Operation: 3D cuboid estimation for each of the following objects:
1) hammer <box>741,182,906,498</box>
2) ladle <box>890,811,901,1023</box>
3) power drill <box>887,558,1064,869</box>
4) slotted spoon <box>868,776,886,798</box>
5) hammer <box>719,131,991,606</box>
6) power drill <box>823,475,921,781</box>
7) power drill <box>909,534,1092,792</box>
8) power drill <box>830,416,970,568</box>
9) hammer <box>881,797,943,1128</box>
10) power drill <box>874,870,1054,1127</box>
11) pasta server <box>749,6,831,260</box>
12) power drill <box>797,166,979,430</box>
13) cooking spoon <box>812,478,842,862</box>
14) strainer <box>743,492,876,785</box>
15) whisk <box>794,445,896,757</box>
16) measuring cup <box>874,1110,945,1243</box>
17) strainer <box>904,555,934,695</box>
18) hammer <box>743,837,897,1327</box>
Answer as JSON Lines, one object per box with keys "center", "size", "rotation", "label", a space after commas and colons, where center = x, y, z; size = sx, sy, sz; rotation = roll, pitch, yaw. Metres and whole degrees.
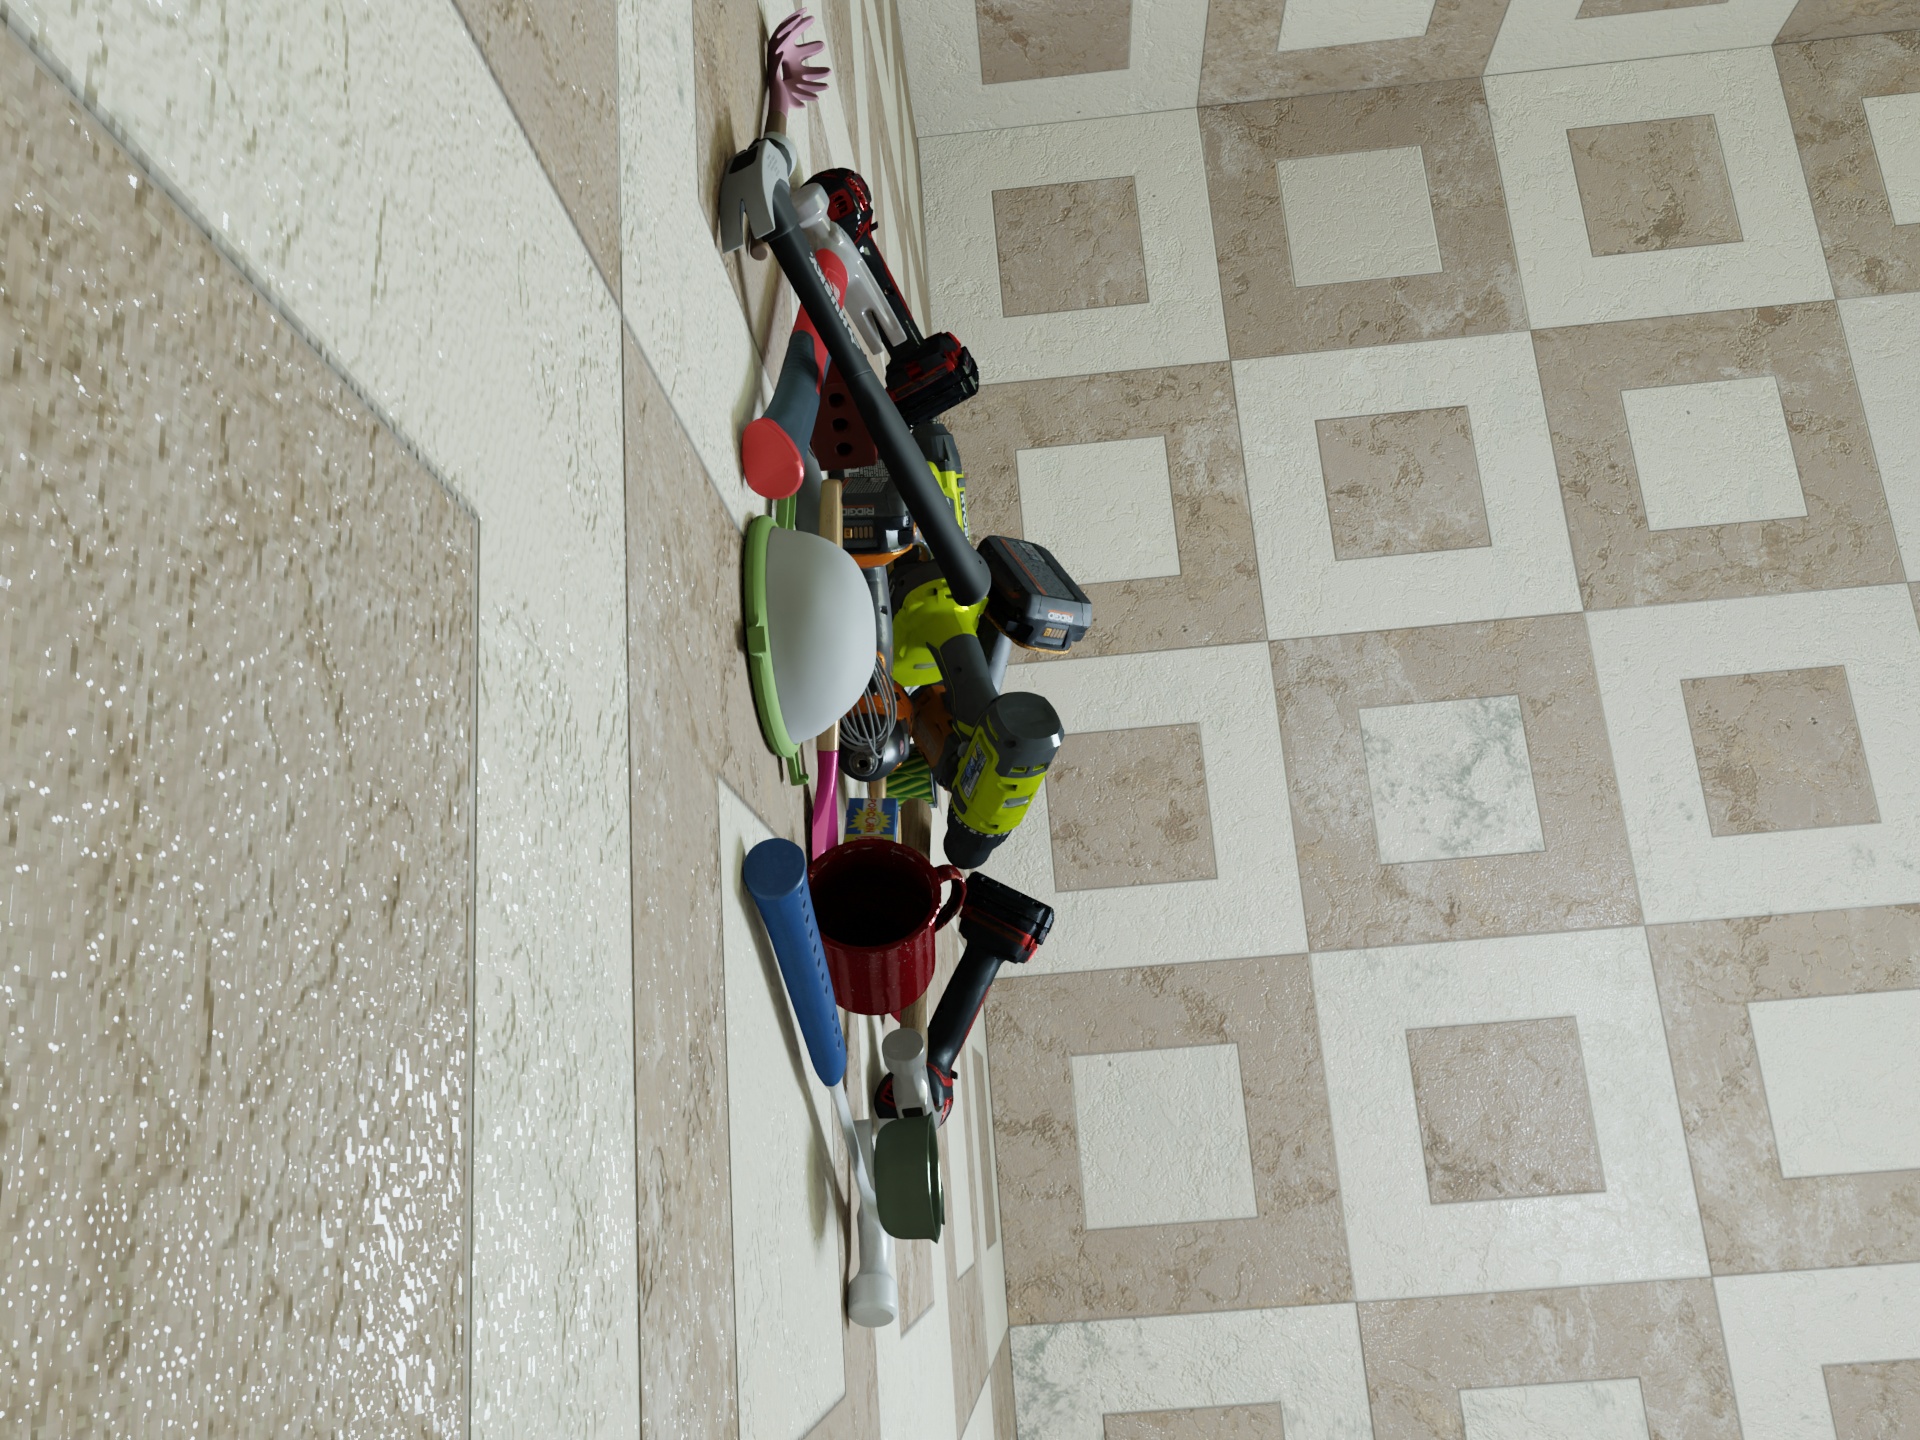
{"center": [-0.096, -0.247, 1.110], "size": [0.143, 0.038, 0.387], "rotation": [56, 21, -31], "label": "hammer"}
{"center": [-0.060, 0.178, 1.539], "size": [0.316, 0.031, 0.069], "rotation": [-94, -173, -57], "label": "ladle"}
{"center": [-0.002, -0.004, 1.336], "size": [0.229, 0.080, 0.190], "rotation": [65, -31, 33], "label": "power drill"}
{"center": [-0.083, -0.058, 1.502], "size": [0.070, 0.031, 0.314], "rotation": [49, 38, -77], "label": "slotted spoon"}
{"center": [-0.062, -0.216, 1.054], "size": [0.146, 0.035, 0.334], "rotation": [-84, 149, -57], "label": "hammer"}
{"center": [-0.072, -0.067, 1.227], "size": [0.164, 0.084, 0.226], "rotation": [-86, 174, -75], "label": "power drill"}
{"center": [0.034, -0.027, 1.421], "size": [0.226, 0.084, 0.186], "rotation": [-64, -144, 27], "label": "power drill"}
{"center": [-0.047, -0.209, 1.492], "size": [0.223, 0.080, 0.171], "rotation": [-31, 116, -72], "label": "power drill"}
{"center": [-0.036, 0.183, 1.263], "size": [0.332, 0.031, 0.130], "rotation": [-91, 175, -52], "label": "hammer"}
{"center": [-0.001, 0.254, 1.378], "size": [0.227, 0.080, 0.187], "rotation": [-64, 172, -9], "label": "power drill"}
{"center": [-0.128, -0.426, 1.156], "size": [0.060, 0.040, 0.317], "rotation": [65, 18, -44], "label": "pasta server"}
{"center": [-0.068, -0.370, 1.369], "size": [0.219, 0.078, 0.143], "rotation": [60, 12, -19], "label": "power drill"}
{"center": [-0.091, -0.005, 1.094], "size": [0.069, 0.017, 0.319], "rotation": [-68, 159, -85], "label": "cooking spoon"}
{"center": [-0.088, -0.096, 1.014], "size": [0.151, 0.069, 0.257], "rotation": [81, 6, -53], "label": "strainer"}
{"center": [-0.089, -0.087, 1.128], "size": [0.055, 0.055, 0.239], "rotation": [-75, 152, -82], "label": "whisk"}
{"center": [-0.031, 0.312, 1.051], "size": [0.167, 0.038, 0.083], "rotation": [83, 3, -62], "label": "measuring cup"}
{"center": [-0.038, -0.087, 1.478], "size": [0.258, 0.050, 0.087], "rotation": [111, 3, -59], "label": "strainer"}
{"center": [-0.079, 0.217, 0.986], "size": [0.144, 0.035, 0.405], "rotation": [-92, 176, -46], "label": "hammer"}
